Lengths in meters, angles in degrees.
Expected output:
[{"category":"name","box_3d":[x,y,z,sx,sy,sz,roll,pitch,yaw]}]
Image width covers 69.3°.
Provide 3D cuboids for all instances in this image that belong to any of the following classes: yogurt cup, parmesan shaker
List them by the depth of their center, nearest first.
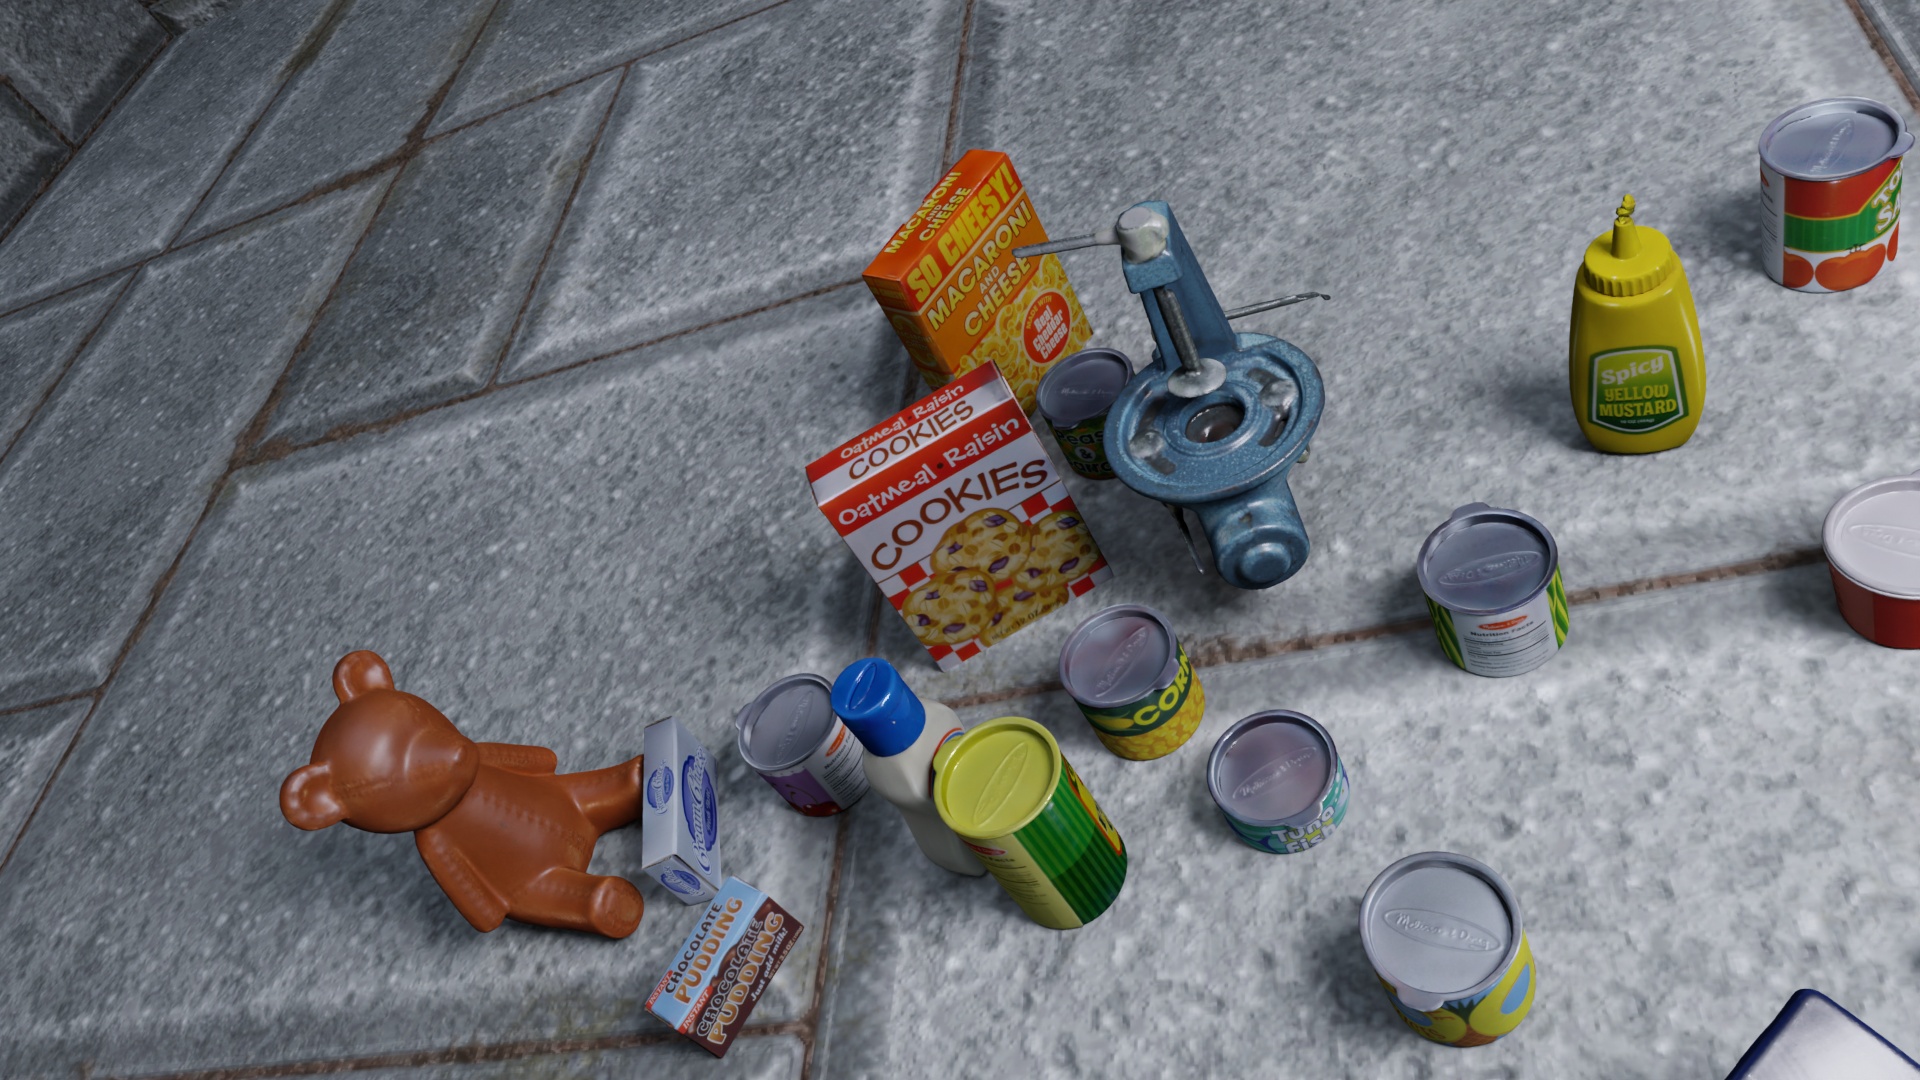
[{"category":"yogurt cup","box_3d":[0.427,0.012,0.626,0.072,0.053,0.073,-16,46,17]},{"category":"parmesan shaker","box_3d":[0.036,0.143,0.702,0.071,0.102,0.072,-16,46,18]}]

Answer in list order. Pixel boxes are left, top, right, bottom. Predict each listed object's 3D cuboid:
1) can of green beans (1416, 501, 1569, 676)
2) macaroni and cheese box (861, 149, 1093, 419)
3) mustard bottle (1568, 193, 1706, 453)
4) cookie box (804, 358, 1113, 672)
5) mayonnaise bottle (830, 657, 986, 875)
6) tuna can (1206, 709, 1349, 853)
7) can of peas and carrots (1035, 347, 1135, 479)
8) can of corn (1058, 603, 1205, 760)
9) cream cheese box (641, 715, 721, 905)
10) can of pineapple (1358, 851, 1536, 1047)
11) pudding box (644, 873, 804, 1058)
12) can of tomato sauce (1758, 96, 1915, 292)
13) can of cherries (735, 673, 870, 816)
[{"category":"can of green beans","box_3d":[0.270,0.027,0.702,0.071,0.057,0.071,-16,46,17]},{"category":"macaroni and cheese box","box_3d":[0.015,-0.159,0.939,0.040,0.166,0.124,19,63,40]},{"category":"mustard bottle","box_3d":[0.342,-0.110,0.709,0.065,0.159,0.049,-4,50,28]},{"category":"cookie box","box_3d":[0.003,-0.010,0.812,0.123,0.166,0.040,-30,43,4]},{"category":"mayonnaise bottle","box_3d":[-0.018,0.116,0.725,0.041,0.147,0.065,5,55,34]},{"category":"tuna can","box_3d":[0.161,0.123,0.698,0.071,0.032,0.071,-16,46,17]},{"category":"can of peas and carrots","box_3d":[0.089,-0.080,0.904,0.071,0.058,0.071,-16,46,17]},{"category":"can of corn","box_3d":[0.096,0.079,0.757,0.071,0.058,0.071,-16,46,17]},{"category":"cream cheese box","box_3d":[-0.168,0.163,0.840,0.024,0.053,0.104,-23,44,11]},{"category":"can of pineapple","box_3d":[0.210,0.178,0.601,0.071,0.057,0.071,-16,46,17]},{"category":"pudding box","box_3d":[-0.128,0.231,0.757,0.030,0.049,0.084,14,60,38]},{"category":"can of tomato sauce","box_3d":[0.475,-0.187,0.756,0.071,0.082,0.071,-16,46,18]},{"category":"can of cherries","box_3d":[-0.091,0.122,0.828,0.071,0.058,0.072,-16,46,17]}]
